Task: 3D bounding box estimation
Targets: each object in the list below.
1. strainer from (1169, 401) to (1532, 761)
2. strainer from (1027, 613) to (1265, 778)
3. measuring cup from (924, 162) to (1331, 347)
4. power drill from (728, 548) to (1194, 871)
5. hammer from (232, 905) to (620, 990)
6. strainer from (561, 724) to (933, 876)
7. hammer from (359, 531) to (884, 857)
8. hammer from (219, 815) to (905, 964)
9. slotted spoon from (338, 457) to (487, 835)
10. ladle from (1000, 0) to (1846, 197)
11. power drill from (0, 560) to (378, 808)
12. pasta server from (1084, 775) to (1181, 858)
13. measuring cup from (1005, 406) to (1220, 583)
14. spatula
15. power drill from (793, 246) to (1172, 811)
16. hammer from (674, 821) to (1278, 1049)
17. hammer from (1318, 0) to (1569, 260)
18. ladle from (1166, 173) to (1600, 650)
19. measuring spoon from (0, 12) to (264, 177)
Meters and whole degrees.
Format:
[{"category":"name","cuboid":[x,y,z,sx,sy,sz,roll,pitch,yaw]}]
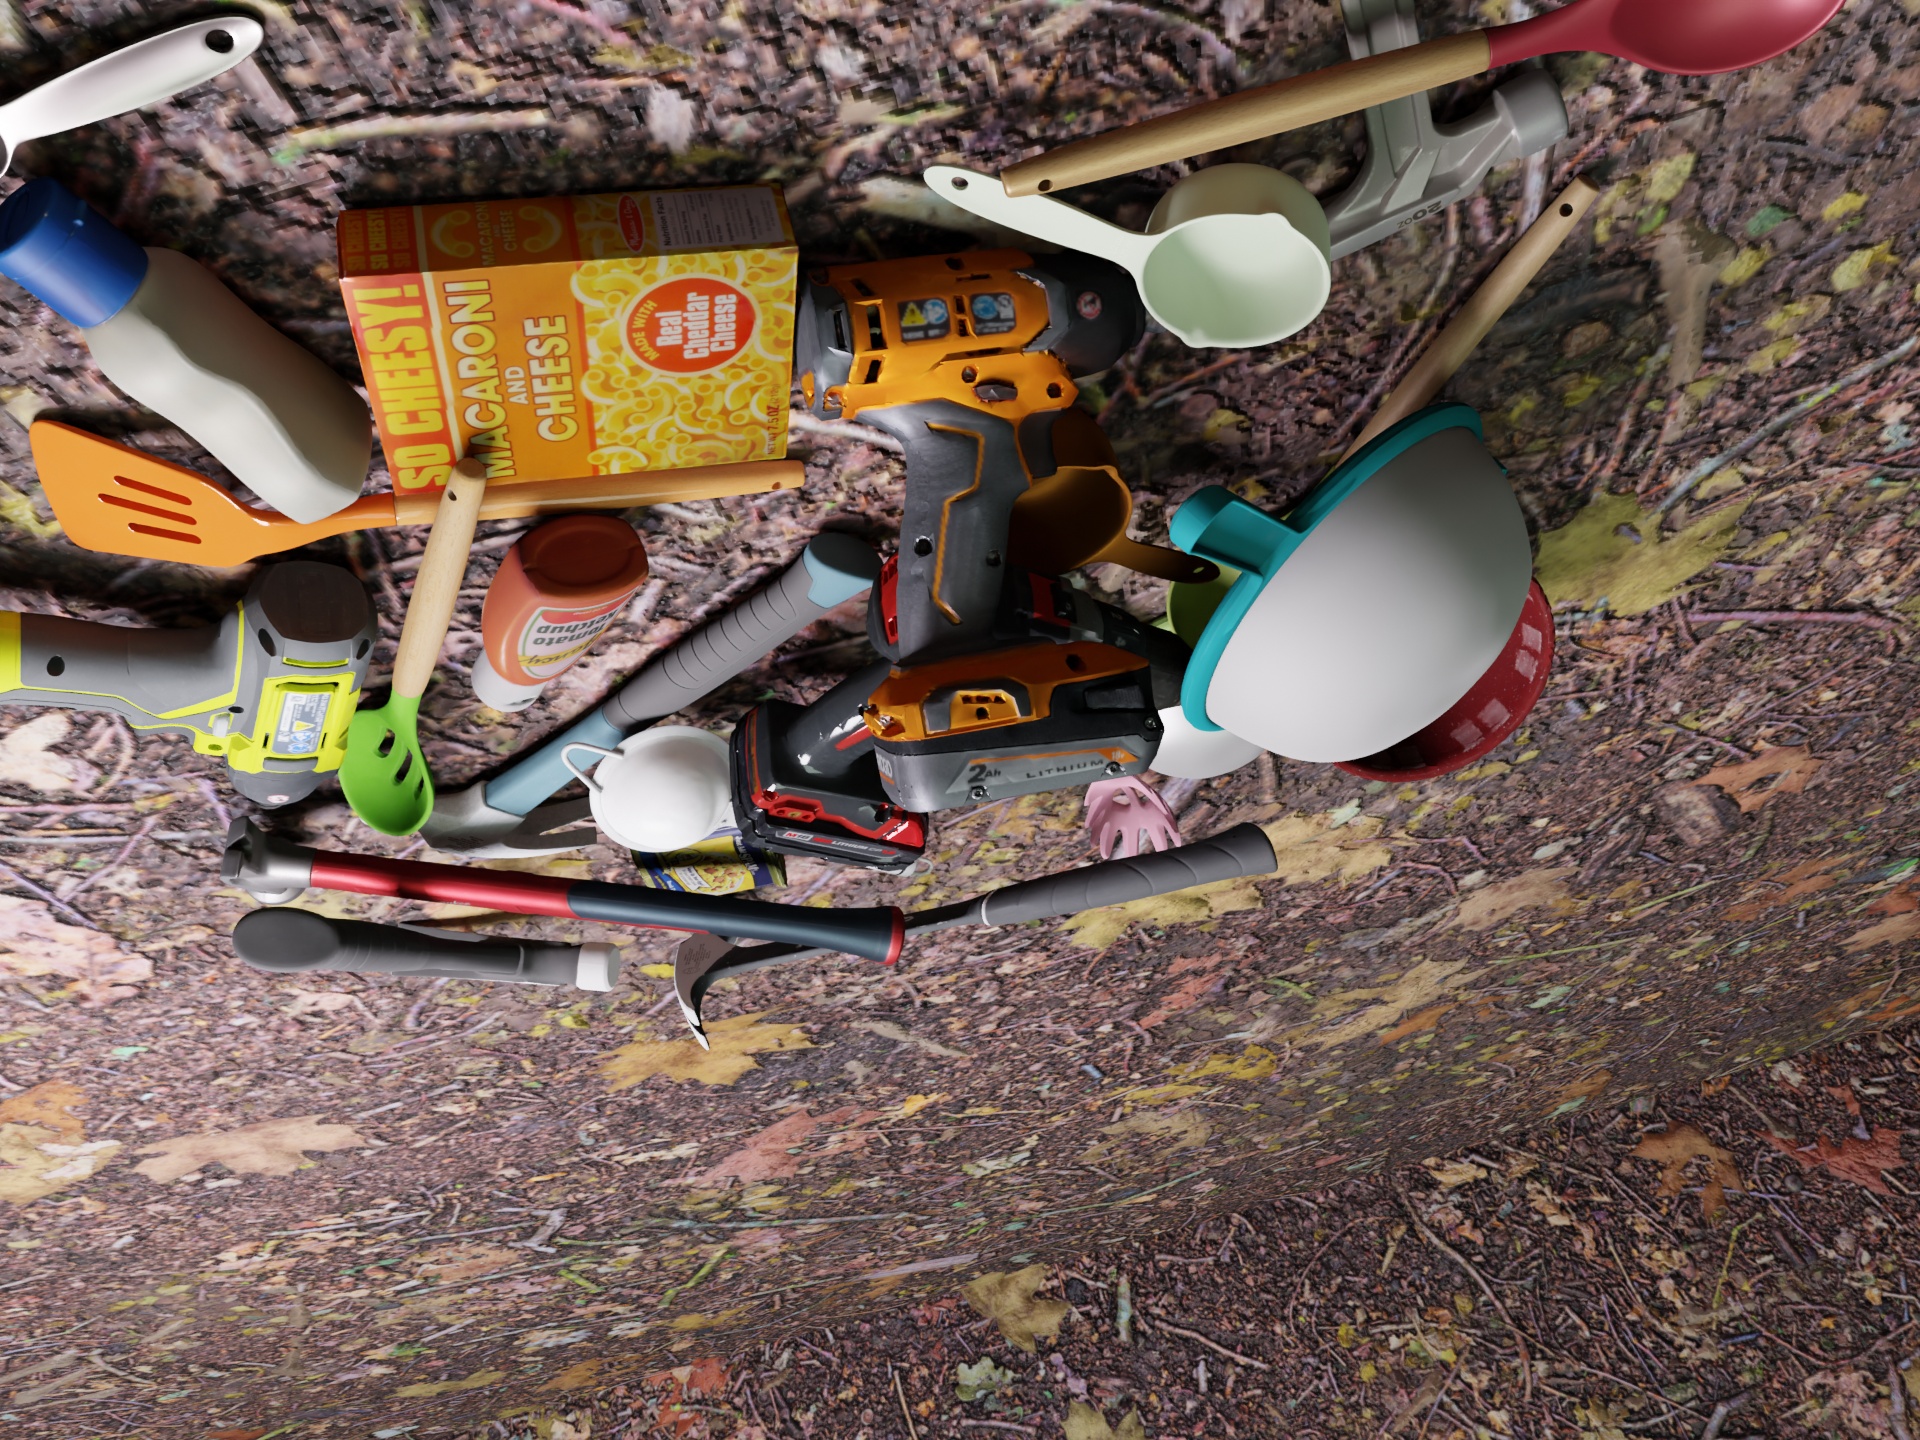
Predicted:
[{"category":"strainer","cuboid":[0.188,-0.050,0.744,0.211,0.095,0.340,-51,158,16]},{"category":"strainer","cuboid":[0.123,-0.019,0.960,0.151,0.069,0.256,-35,146,30]},{"category":"measuring cup","cuboid":[0.068,-0.201,0.633,0.167,0.038,0.083,16,153,-9]},{"category":"power drill","cuboid":[-0.001,-0.003,0.841,0.187,0.080,0.226,13,144,-33]},{"category":"hammer","cuboid":[-0.317,0.133,0.917,0.146,0.035,0.334,4,170,6]},{"category":"strainer","cuboid":[-0.112,0.061,0.928,0.258,0.050,0.087,19,114,-39]},{"category":"hammer","cuboid":[-0.179,-0.008,0.879,0.331,0.033,0.128,-31,146,25]},{"category":"hammer","cuboid":[-0.217,0.102,0.920,0.386,0.038,0.143,9,167,-16]},{"category":"slotted spoon","cuboid":[-0.260,-0.028,0.764,0.031,0.070,0.313,-39,174,-38]},{"category":"ladle","cuboid":[0.168,-0.240,0.589,0.315,0.031,0.069,-15,148,2]},{"category":"power drill","cuboid":[-0.401,-0.007,0.739,0.223,0.080,0.171,1,146,-31]},{"category":"pasta server","cuboid":[0.074,0.016,0.970,0.060,0.040,0.316,-11,153,17]},{"category":"measuring cup","cuboid":[0.067,-0.108,0.807,0.173,0.052,0.095,11,141,-40]},{"category":"spatula","cuboid":[-0.228,-0.104,0.709,0.322,0.041,0.081,-8,150,-20]},{"category":"power drill","cuboid":[0.024,-0.086,0.679,0.164,0.226,0.084,-10,-174,-11]},{"category":"hammer","cuboid":[0.003,0.128,1.045,0.409,0.149,0.036,-13,113,9]},{"category":"hammer","cuboid":[0.122,-0.293,0.539,0.149,0.037,0.358,-23,150,12]},{"category":"ladle","cuboid":[0.210,-0.140,0.815,0.062,0.078,0.320,-45,173,-47]},{"category":"measuring spoon","cuboid":[-0.287,-0.208,0.519,0.124,0.018,0.034,-22,150,-2]}]
